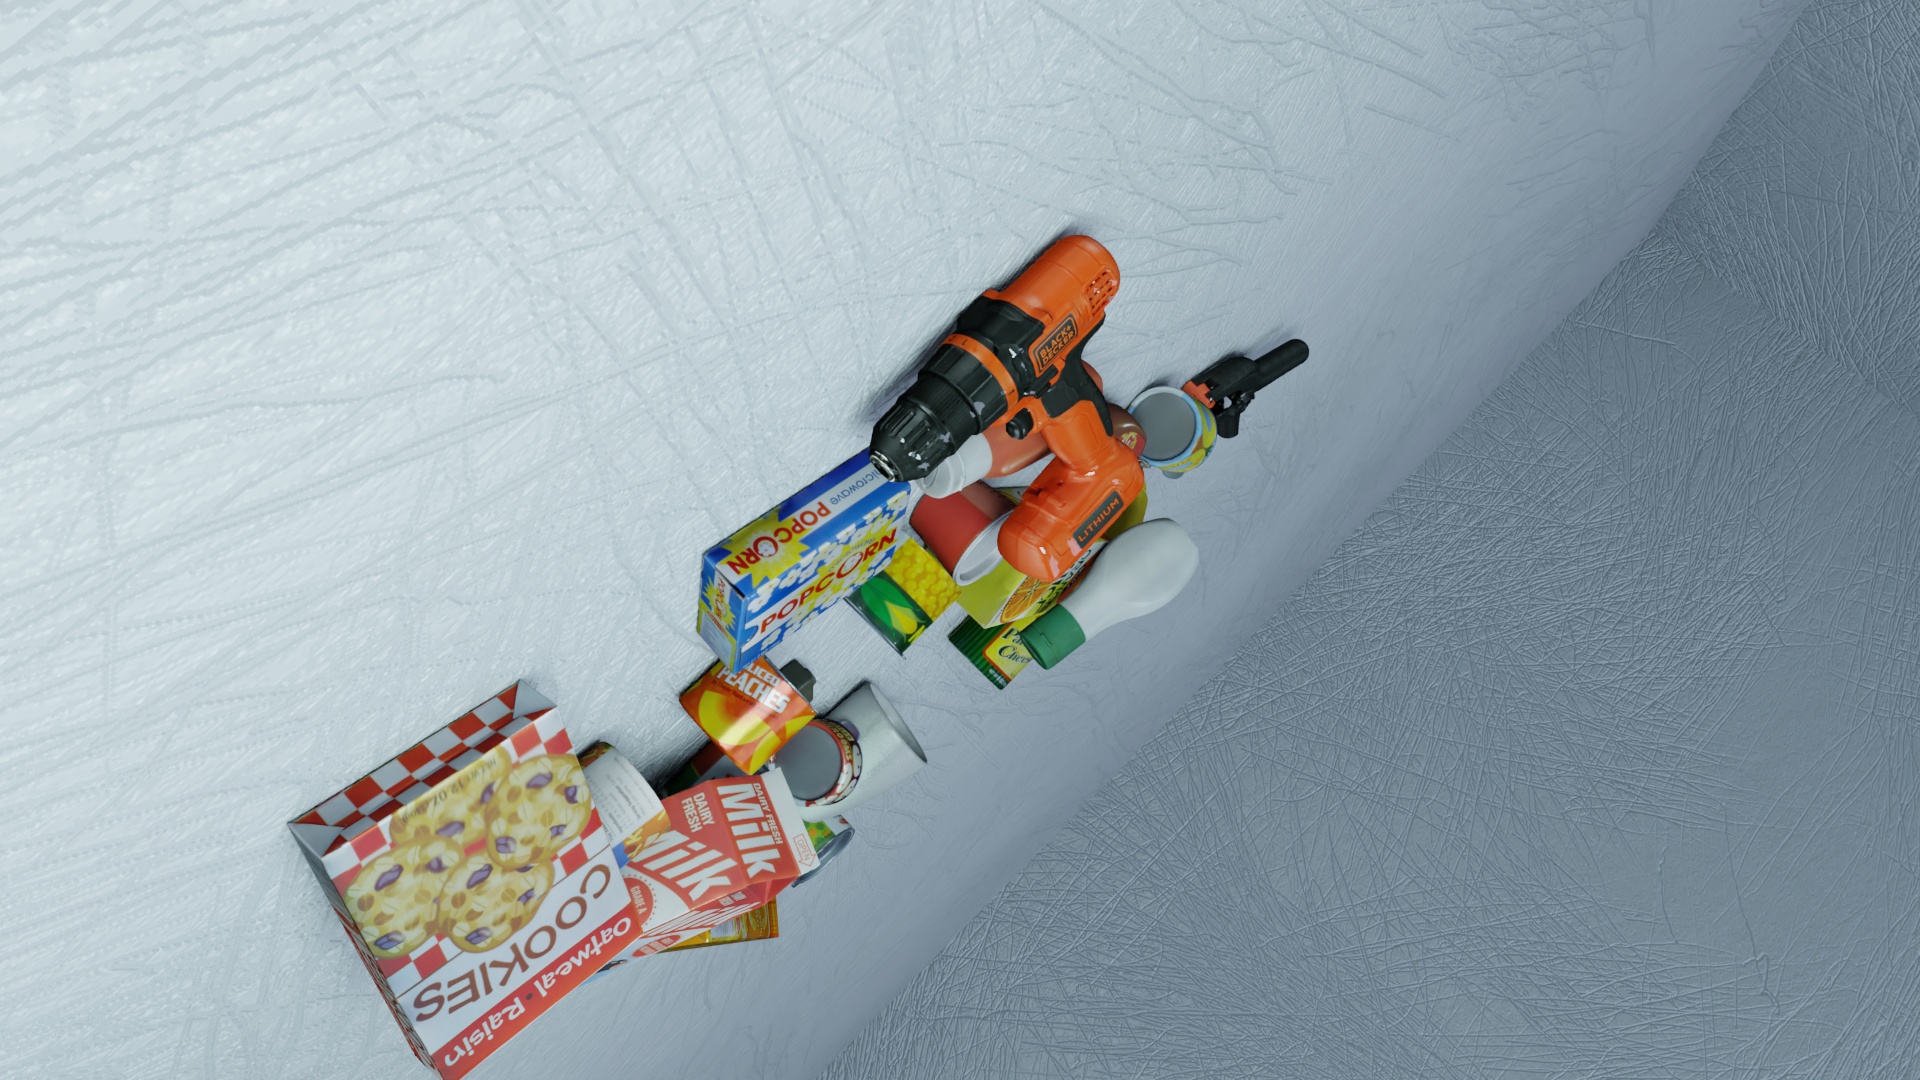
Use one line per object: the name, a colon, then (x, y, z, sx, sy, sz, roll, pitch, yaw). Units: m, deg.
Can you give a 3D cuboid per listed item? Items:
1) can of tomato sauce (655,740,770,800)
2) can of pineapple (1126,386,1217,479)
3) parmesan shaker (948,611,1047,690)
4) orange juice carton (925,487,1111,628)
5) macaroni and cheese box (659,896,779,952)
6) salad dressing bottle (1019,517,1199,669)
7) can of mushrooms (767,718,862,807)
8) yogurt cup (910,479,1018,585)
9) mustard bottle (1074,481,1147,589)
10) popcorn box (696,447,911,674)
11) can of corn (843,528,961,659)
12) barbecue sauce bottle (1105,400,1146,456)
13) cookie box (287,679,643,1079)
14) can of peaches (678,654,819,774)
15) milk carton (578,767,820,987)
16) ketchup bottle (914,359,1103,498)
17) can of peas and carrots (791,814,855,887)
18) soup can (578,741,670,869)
can of tomato sauce: (-0.169, 0.181, 0.944, 0.083, 0.071, 0.071, -44, 163, -6)
can of pineapple: (0.171, -0.088, 1.134, 0.071, 0.071, 0.058, -50, 161, 13)
parmesan shaker: (0.049, 0.073, 1.209, 0.103, 0.071, 0.071, -46, 163, -2)
orange juice carton: (0.051, 0.008, 1.061, 0.071, 0.073, 0.193, -54, 162, 18)
macaroni and cheese box: (-0.212, 0.273, 0.991, 0.124, 0.040, 0.166, -9, 164, 7)
salad dressing bottle: (0.113, 0.041, 1.060, 0.148, 0.064, 0.044, -36, 171, -12)
can of mushrooms: (-0.109, 0.167, 1.053, 0.071, 0.071, 0.033, -48, 161, 7)
yogurt cup: (0.003, -0.012, 0.936, 0.072, 0.054, 0.072, -41, 162, -17)
mustard bottle: (0.130, -0.012, 1.188, 0.065, 0.049, 0.161, 83, 22, -51)
popcorn box: (-0.090, 0.011, 0.797, 0.127, 0.038, 0.084, -36, 161, -31)
can of corn: (-0.040, 0.034, 0.909, 0.058, 0.071, 0.071, -45, 163, -7)
barbecue sauce bottle: (0.097, -0.077, 1.028, 0.065, 0.044, 0.148, -47, 162, 7)
cookie box: (-0.237, 0.171, 0.690, 0.123, 0.040, 0.166, -35, 131, -34)
can of peaches: (-0.131, 0.101, 0.855, 0.058, 0.071, 0.071, -43, 162, -9)
milk carton: (-0.187, 0.209, 0.856, 0.191, 0.072, 0.073, -23, 158, -9)
ketchup bottle: (0.030, -0.069, 0.888, 0.149, 0.043, 0.064, -30, 151, -42)
can of peas and carrots: (-0.136, 0.252, 1.194, 0.071, 0.059, 0.070, -40, 162, -16)
soup can: (-0.219, 0.166, 0.795, 0.084, 0.071, 0.071, -38, 161, -26)
